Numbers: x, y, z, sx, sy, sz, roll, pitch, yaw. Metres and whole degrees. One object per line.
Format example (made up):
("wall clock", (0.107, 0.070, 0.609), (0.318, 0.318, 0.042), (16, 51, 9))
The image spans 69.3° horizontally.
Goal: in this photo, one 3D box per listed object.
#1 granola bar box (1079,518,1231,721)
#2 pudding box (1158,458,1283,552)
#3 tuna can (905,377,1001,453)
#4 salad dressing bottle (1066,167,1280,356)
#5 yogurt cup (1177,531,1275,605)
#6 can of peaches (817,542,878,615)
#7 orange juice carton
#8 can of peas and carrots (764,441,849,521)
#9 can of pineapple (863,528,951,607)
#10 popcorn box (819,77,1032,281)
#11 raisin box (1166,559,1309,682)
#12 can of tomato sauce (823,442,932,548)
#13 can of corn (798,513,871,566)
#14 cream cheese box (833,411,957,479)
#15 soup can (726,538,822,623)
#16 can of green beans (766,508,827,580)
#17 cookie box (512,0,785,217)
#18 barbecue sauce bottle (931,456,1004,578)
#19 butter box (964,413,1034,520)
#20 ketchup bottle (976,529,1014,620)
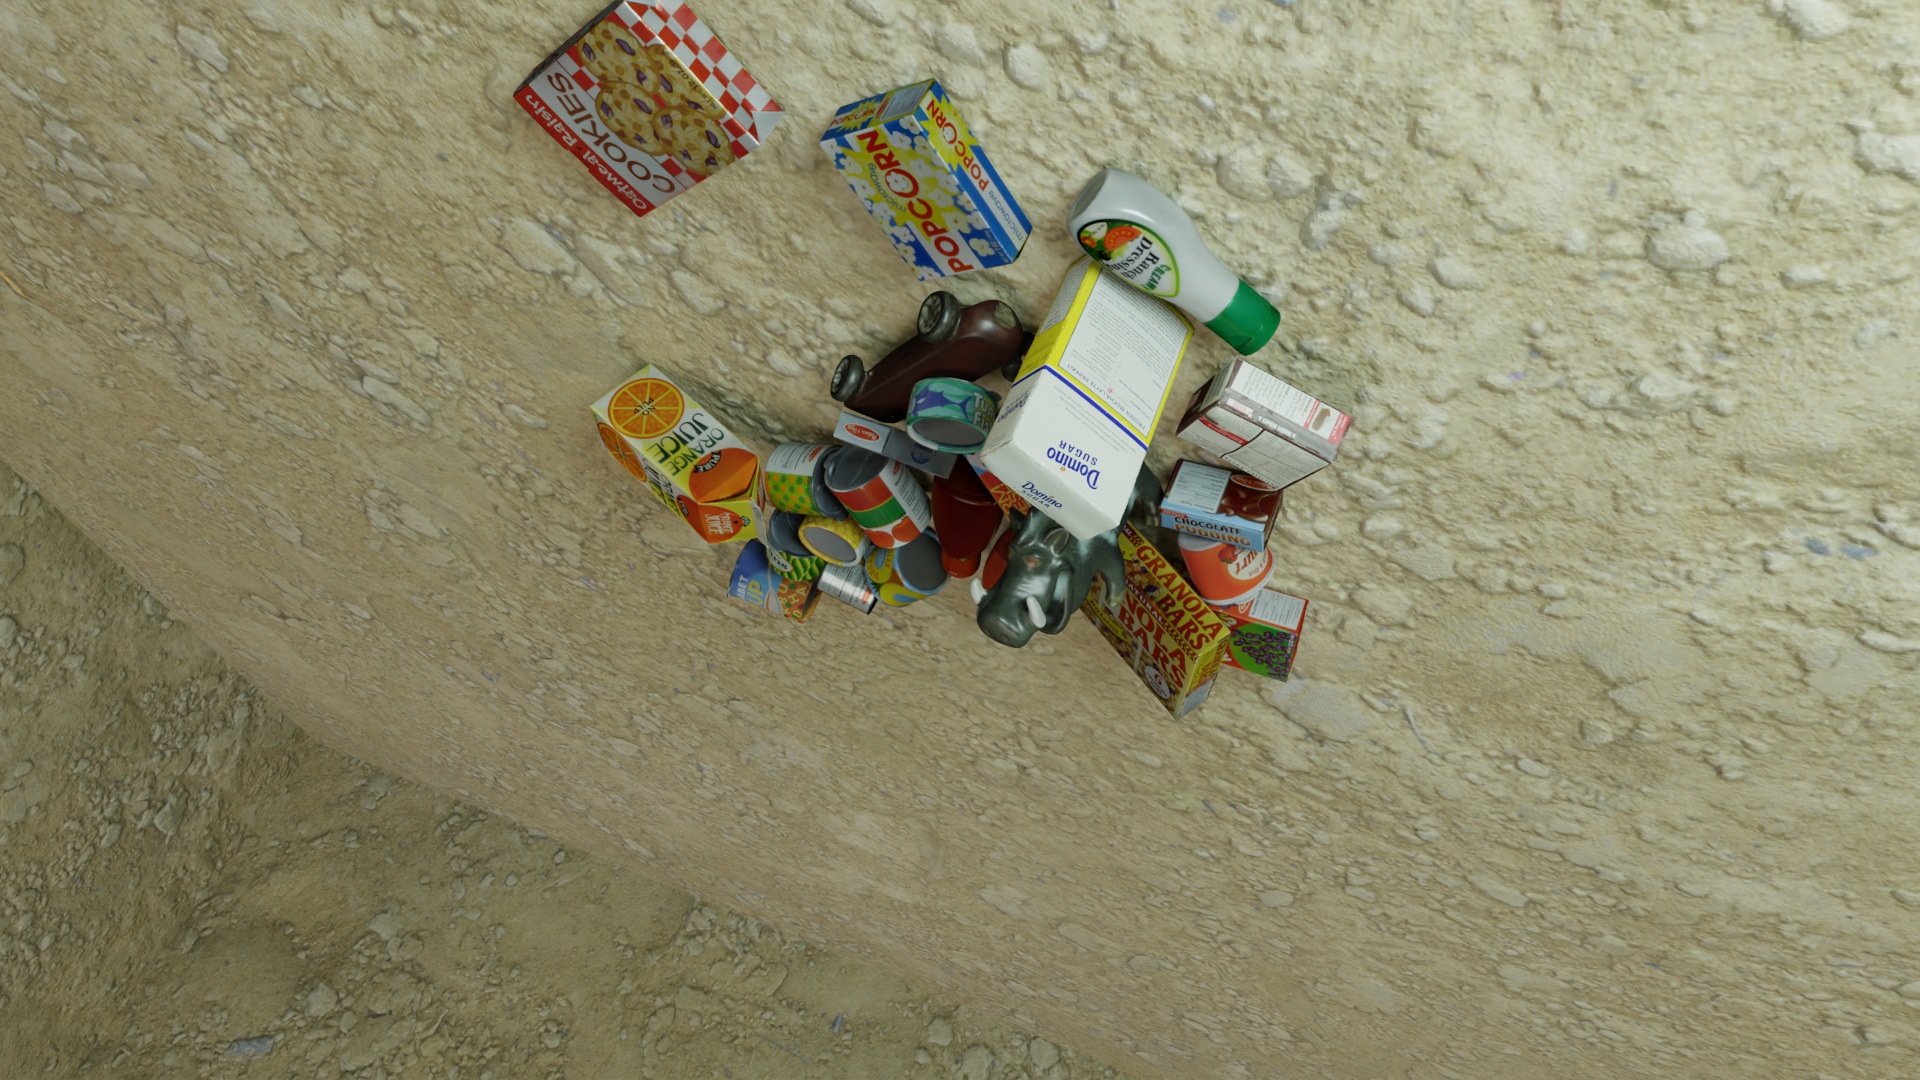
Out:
("granola bar box", (0.149, 0.054, 1.151), (0.166, 0.039, 0.123), (50, 160, 25))
("pudding box", (0.197, -0.027, 1.050), (0.084, 0.050, 0.030), (15, 150, 21))
("tuna can", (-0.005, -0.093, 1.038), (0.071, 0.033, 0.071), (8, 160, 3))
("salad dressing bottle", (0.136, -0.172, 0.872), (0.147, 0.044, 0.064), (34, 151, -17))
("yogurt cup", (0.205, 0.009, 1.089), (0.072, 0.073, 0.053), (-3, 131, 42))
("can of peaches", (-0.102, 0.032, 1.376), (0.058, 0.071, 0.071), (26, 151, 1))
("orange juice carton", (-0.242, -0.068, 1.260), (0.193, 0.073, 0.071), (40, 155, 20))
("can of peas and carrots", (-0.134, -0.053, 1.260), (0.059, 0.071, 0.070), (7, 145, 33))
("can of pineapple", (-0.050, 0.025, 1.319), (0.071, 0.071, 0.057), (38, 148, -18))
("popcorn box", (-0.021, -0.232, 0.909), (0.085, 0.038, 0.126), (-1, 140, 41))
("raisin box", (0.229, 0.069, 1.190), (0.123, 0.040, 0.085), (16, 150, 16))
("can of tomato sauce", (-0.073, -0.043, 1.228), (0.071, 0.071, 0.082), (3, 144, 36))
("can of corn", (-0.114, -0.018, 1.310), (0.071, 0.058, 0.070), (20, 150, 12))
("cream cheese box", (-0.052, -0.078, 1.133), (0.053, 0.024, 0.104), (22, -178, 32))
("soup can", (-0.193, 0.045, 1.464), (0.084, 0.072, 0.071), (22, 151, 9))
("can of green beans", (-0.157, -0.001, 1.365), (0.071, 0.071, 0.057), (26, 151, 1))
("cookie box", (-0.218, -0.300, 0.958), (0.167, 0.040, 0.122), (-10, 134, 48))
("barbecue sauce bottle", (0.004, -0.015, 1.234), (0.065, 0.044, 0.147), (23, 151, 9))
("butter box", (0.044, -0.051, 1.129), (0.103, 0.024, 0.053), (55, 146, -6))
("ketchup bottle", (0.047, 0.044, 1.294), (0.065, 0.044, 0.148), (27, 151, 1))
